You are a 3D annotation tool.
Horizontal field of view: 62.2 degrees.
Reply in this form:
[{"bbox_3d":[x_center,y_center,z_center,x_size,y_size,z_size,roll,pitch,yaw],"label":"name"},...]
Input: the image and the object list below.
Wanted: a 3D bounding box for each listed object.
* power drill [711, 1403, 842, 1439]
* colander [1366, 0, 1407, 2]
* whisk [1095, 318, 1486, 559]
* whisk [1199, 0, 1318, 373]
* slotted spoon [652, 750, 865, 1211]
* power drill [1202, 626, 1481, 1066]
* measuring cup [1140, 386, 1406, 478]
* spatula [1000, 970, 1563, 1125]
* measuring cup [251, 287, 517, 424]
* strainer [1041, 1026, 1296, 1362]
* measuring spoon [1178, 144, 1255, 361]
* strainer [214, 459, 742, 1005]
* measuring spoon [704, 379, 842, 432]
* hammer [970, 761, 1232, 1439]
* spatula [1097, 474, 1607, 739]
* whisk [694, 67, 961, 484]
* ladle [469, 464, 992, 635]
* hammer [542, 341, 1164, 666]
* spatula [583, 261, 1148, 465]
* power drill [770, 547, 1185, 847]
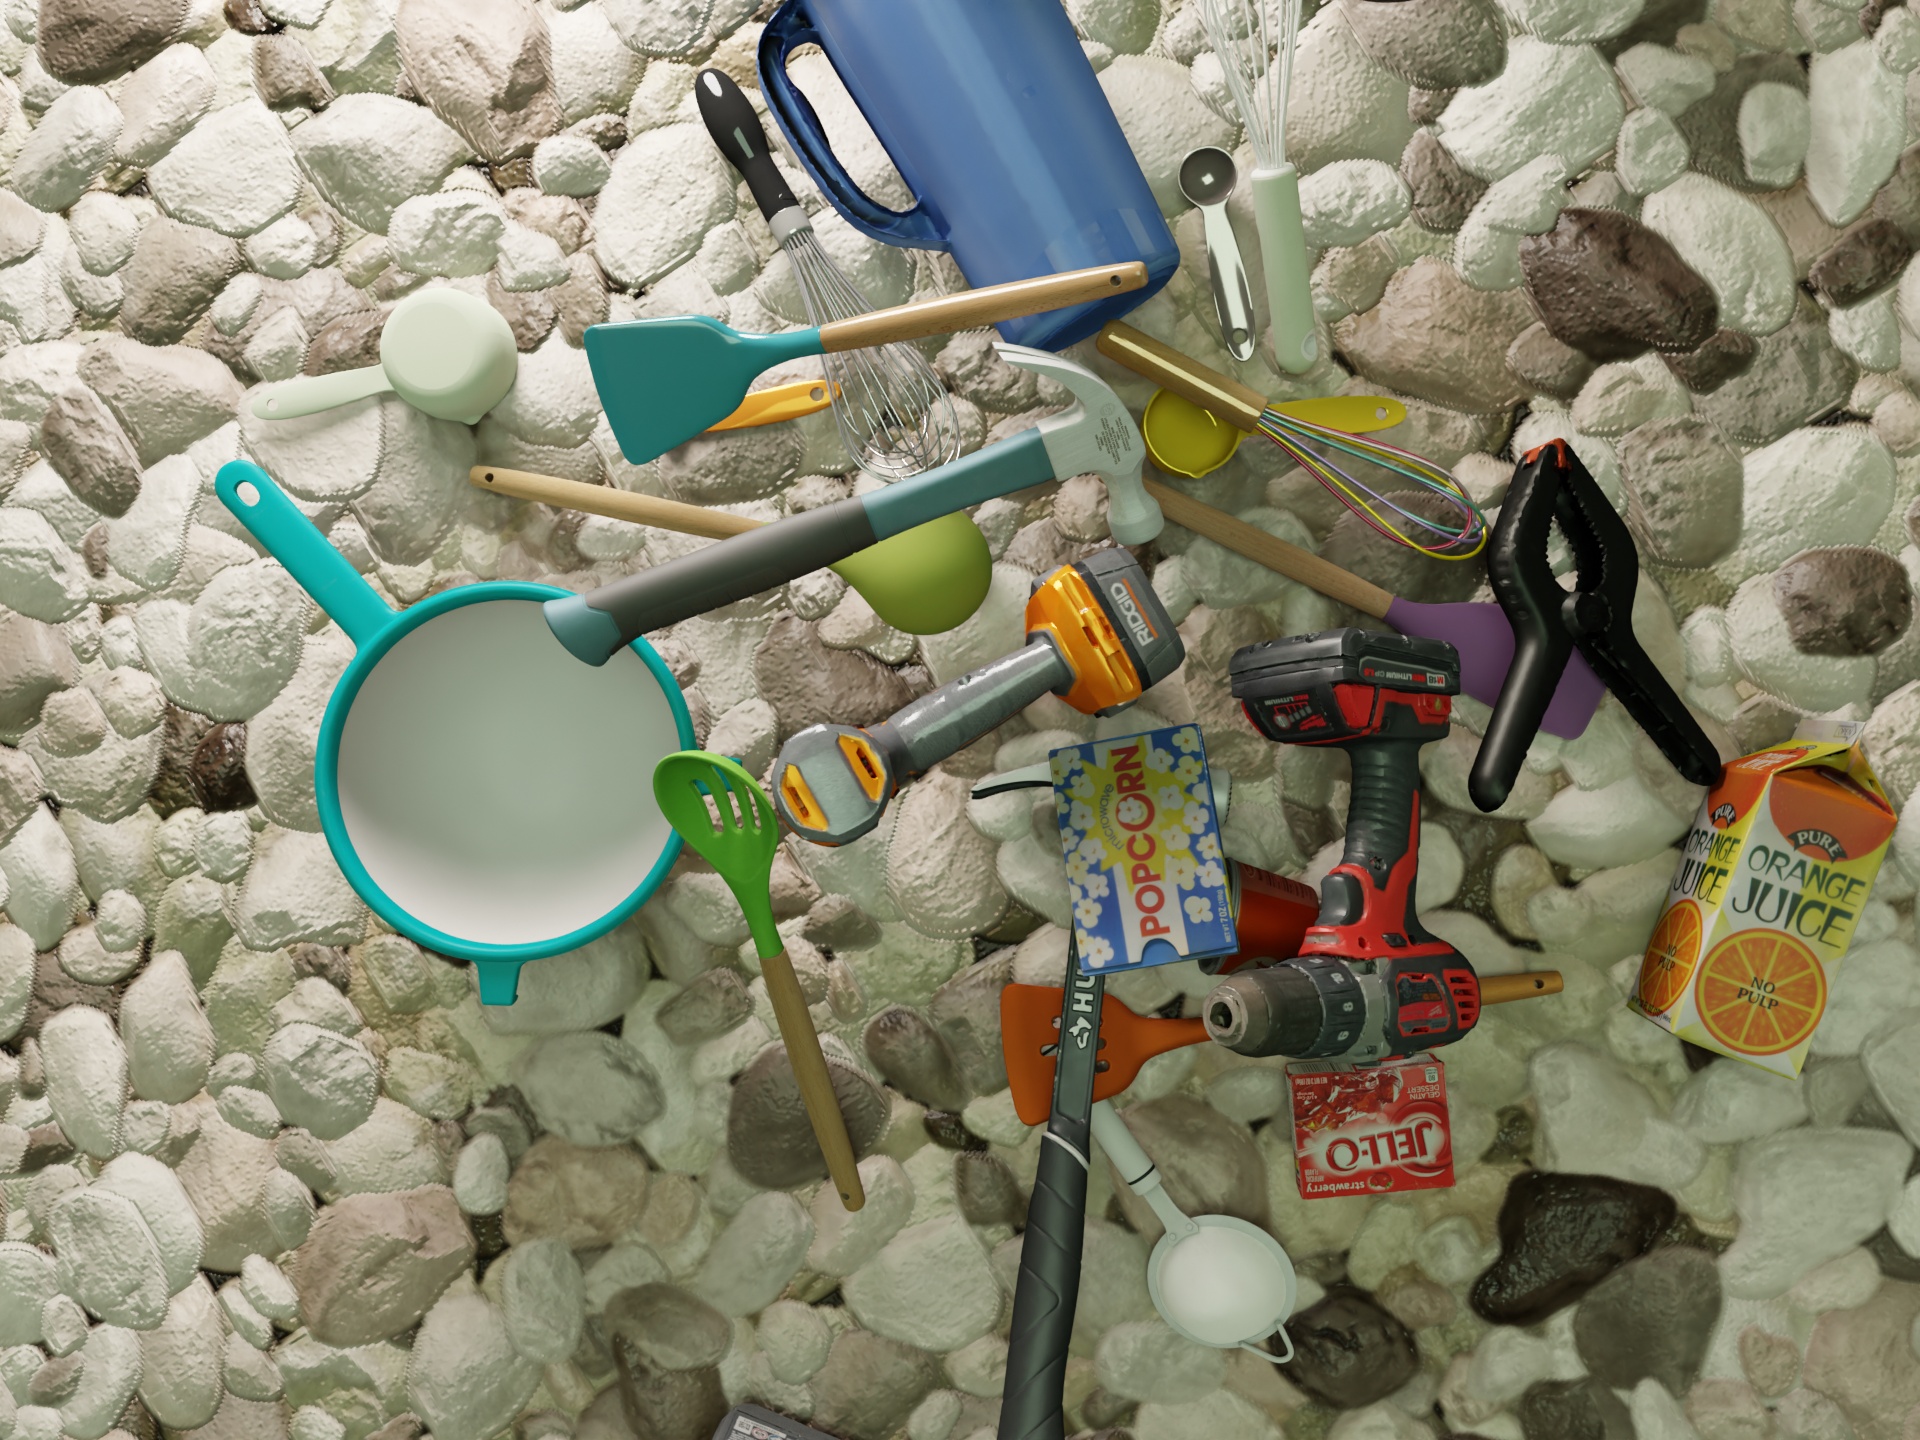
[{"bbox_3d":[-0.103,0.540,0.927,0.185,0.084,0.226,21,97,3],"label":"power drill"},{"bbox_3d":[0.157,-0.478,0.813,0.397,0.094,0.204,-15,91,-16],"label":"colander"},{"bbox_3d":[0.185,-0.157,0.885,0.245,0.051,0.047,28,91,1],"label":"whisk"},{"bbox_3d":[0.167,-0.306,0.863,0.059,0.058,0.246,13,129,41],"label":"whisk"},{"bbox_3d":[-0.101,0.151,0.892,0.070,0.031,0.313,-3,115,27],"label":"slotted spoon"},{"bbox_3d":[0.196,0.069,0.841,0.187,0.080,0.227,3,81,-39],"label":"power drill"},{"bbox_3d":[0.180,-0.171,0.922,0.156,0.029,0.062,-5,87,-7],"label":"measuring cup"},{"bbox_3d":[0.186,0.172,0.915,0.322,0.041,0.081,-8,76,3],"label":"spatula"},{"bbox_3d":[-0.350,-0.208,0.949,0.167,0.038,0.083,-14,90,2],"label":"measuring cup"},{"bbox_3d":[0.111,0.275,0.925,0.087,0.050,0.258,-37,85,18],"label":"strainer"},{"bbox_3d":[0.152,-0.270,0.925,0.034,0.018,0.124,-12,97,5],"label":"measuring spoon"},{"bbox_3d":[-0.295,-0.016,0.920,0.211,0.095,0.340,-44,87,-2],"label":"strainer"},{"bbox_3d":[-0.128,-0.185,0.946,0.117,0.011,0.021,-11,90,4],"label":"measuring spoon"},{"bbox_3d":[0.056,0.216,0.878,0.149,0.036,0.409,7,76,4],"label":"hammer"},{"bbox_3d":[0.225,-0.079,0.919,0.316,0.018,0.060,25,92,2],"label":"spatula"},{"bbox_3d":[-0.082,-0.259,0.923,0.070,0.070,0.285,-29,84,4],"label":"whisk"},{"bbox_3d":[-0.138,-0.114,0.941,0.320,0.062,0.078,13,94,11],"label":"ladle"},{"bbox_3d":[-0.061,-0.102,0.852,0.331,0.033,0.128,-21,120,1],"label":"hammer"},{"bbox_3d":[-0.054,-0.206,0.859,0.317,0.044,0.082,-6,114,24],"label":"spatula"},{"bbox_3d":[-0.001,-0.003,0.882,0.226,0.164,0.084,-30,89,-8],"label":"power drill"}]
